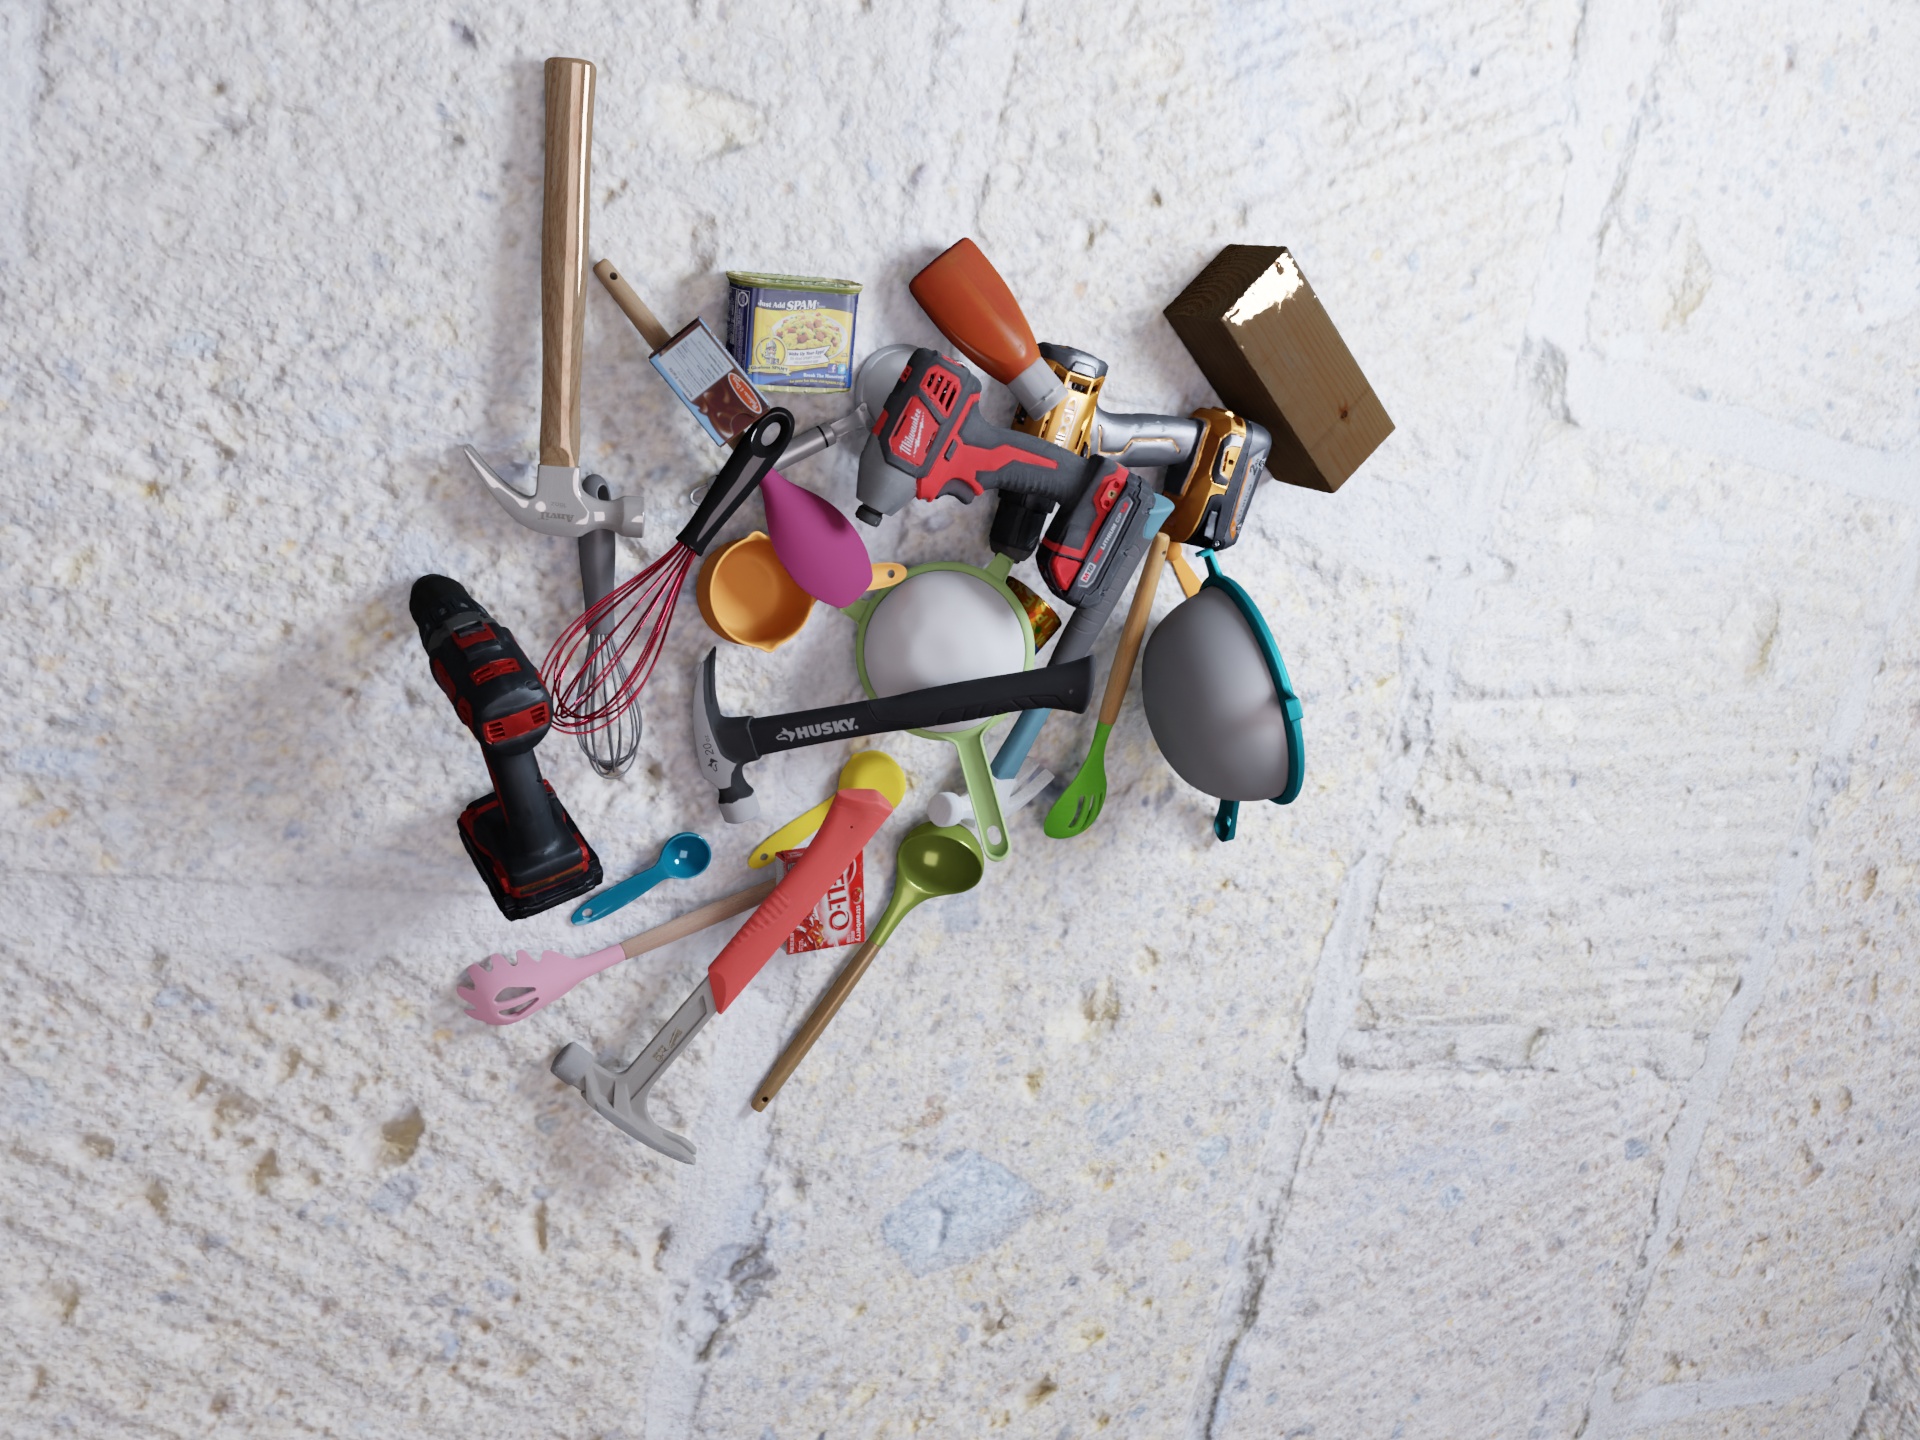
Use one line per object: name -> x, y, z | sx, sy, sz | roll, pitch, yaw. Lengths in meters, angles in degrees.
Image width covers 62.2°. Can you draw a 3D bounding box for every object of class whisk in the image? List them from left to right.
whisk -> -0.275, -0.070, 1.230 | 0.055, 0.055, 0.239 | -6, 106, -25
whisk -> -0.215, -0.114, 1.186 | 0.073, 0.073, 0.296 | 39, 83, -31

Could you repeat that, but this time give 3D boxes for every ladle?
ladle -> -0.090, 0.223, 1.419 | 0.078, 0.062, 0.320 | 35, 93, -16

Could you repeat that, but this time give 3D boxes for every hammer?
hammer -> -0.287, -0.298, 1.140 | 0.130, 0.031, 0.331 | 2, 103, -12
hammer -> -0.175, 0.204, 1.329 | 0.149, 0.037, 0.359 | 39, 97, -15
hammer -> -0.055, -0.011, 1.265 | 0.335, 0.035, 0.146 | -10, 112, 13
hammer -> 0.087, -0.048, 1.368 | 0.128, 0.033, 0.331 | 2, 122, -55

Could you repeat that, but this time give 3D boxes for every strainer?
strainer -> -0.099, -0.230, 1.267 | 0.258, 0.050, 0.087 | -29, 102, -12
strainer -> -0.002, -0.004, 1.304 | 0.151, 0.069, 0.256 | -15, 93, 6
strainer -> 0.217, 0.023, 1.438 | 0.095, 0.211, 0.340 | -17, 144, -8

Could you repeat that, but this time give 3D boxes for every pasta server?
pasta server -> -0.261, 0.180, 1.335 | 0.316, 0.040, 0.060 | -21, 116, -23

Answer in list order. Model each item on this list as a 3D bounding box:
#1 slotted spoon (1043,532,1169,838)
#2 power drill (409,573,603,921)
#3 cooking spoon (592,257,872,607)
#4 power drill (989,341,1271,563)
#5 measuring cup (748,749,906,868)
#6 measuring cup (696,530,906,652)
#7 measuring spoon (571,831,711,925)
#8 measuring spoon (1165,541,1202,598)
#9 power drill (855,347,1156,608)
slotted spoon -> 0.136, -0.021, 1.420 | 0.070, 0.031, 0.313 | -11, 126, -42
power drill -> -0.343, 0.014, 1.170 | 0.080, 0.188, 0.226 | -23, 135, -24
cooking spoon -> -0.172, -0.216, 1.214 | 0.069, 0.017, 0.318 | -46, 111, -21
power drill -> 0.137, -0.207, 1.372 | 0.226, 0.084, 0.185 | 12, 104, -26
measuring cup -> -0.114, 0.085, 1.372 | 0.156, 0.029, 0.062 | -35, 119, -13
measuring cup -> -0.130, -0.109, 1.282 | 0.173, 0.052, 0.095 | -11, 100, -29
measuring spoon -> -0.267, 0.131, 1.323 | 0.128, 0.021, 0.042 | -30, 119, -5
measuring spoon -> 0.220, -0.121, 1.480 | 0.021, 0.011, 0.116 | -41, 120, -9
power drill -> 0.028, -0.181, 1.252 | 0.219, 0.079, 0.143 | 27, 98, -13
